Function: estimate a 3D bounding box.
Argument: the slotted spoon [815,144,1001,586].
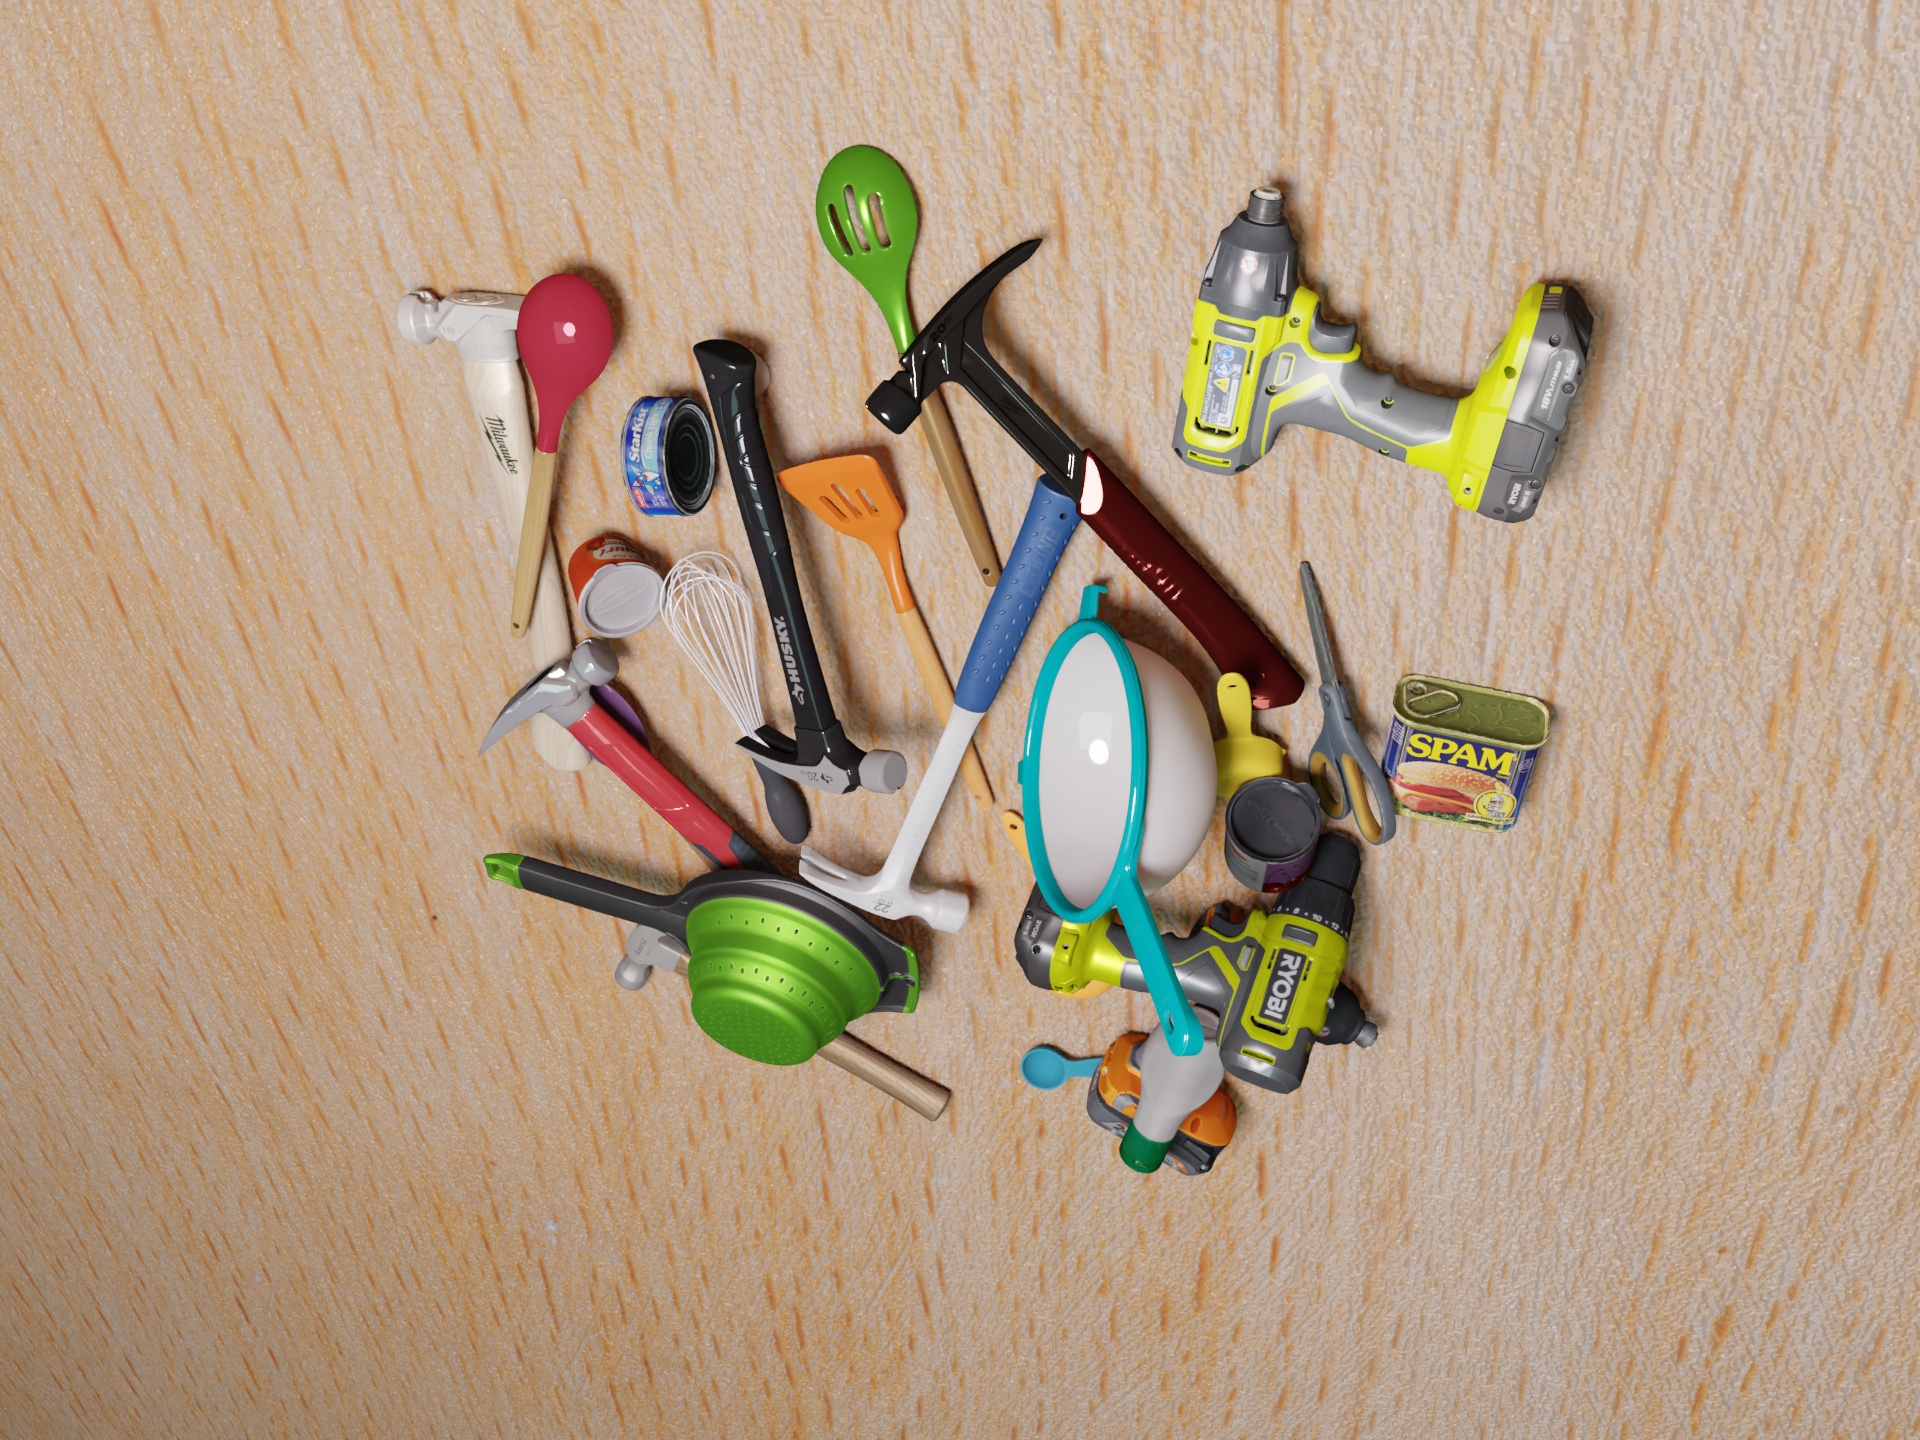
[{"bbox_3d":[-0.025,-0.226,1.069,0.070,0.031,0.313,-7,122,25],"label":"slotted spoon"}]

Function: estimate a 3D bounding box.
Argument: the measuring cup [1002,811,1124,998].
[{"bbox_3d":[0.072,0.152,1.278,0.095,0.052,0.173,-18,117,30],"label":"measuring cup"}]

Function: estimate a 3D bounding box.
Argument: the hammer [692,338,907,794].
[{"bbox_3d":[-0.134,-0.104,1.133,0.146,0.035,0.334,6,119,39],"label":"hammer"}]

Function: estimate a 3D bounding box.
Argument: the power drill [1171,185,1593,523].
[{"bbox_3d":[0.247,-0.213,0.943,0.223,0.080,0.171,16,128,14],"label":"power drill"}]

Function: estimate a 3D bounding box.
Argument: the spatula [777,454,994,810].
[{"bbox_3d":[-0.036,-0.058,1.181,0.081,0.041,0.322,-6,122,28],"label":"spatula"}]

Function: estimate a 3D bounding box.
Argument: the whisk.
[{"bbox_3d":[-0.171,-0.009,1.259,0.070,0.070,0.284,-1,128,21],"label":"whisk"}]

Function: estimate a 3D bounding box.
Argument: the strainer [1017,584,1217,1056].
[{"bbox_3d":[0.134,0.080,1.068,0.095,0.341,0.210,2,132,-19],"label":"strainer"}]

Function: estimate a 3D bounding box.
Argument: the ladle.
[{"bbox_3d":[-0.307,-0.180,1.167,0.069,0.031,0.315,23,130,1],"label":"ladle"}]

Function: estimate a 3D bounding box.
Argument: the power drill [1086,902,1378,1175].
[{"bbox_3d":[0.218,0.266,1.285,0.164,0.084,0.226,30,123,-1],"label":"power drill"}]

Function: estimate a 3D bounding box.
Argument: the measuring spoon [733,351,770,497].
[{"bbox_3d":[-0.156,-0.205,1.138,0.034,0.018,0.124,15,128,11],"label":"measuring spoon"}]

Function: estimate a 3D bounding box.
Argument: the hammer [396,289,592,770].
[{"bbox_3d":[-0.327,-0.131,1.246,0.146,0.038,0.410,8,126,14],"label":"hammer"}]

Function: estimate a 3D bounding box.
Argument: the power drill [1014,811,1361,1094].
[{"bbox_3d":[0.173,0.150,1.178,0.228,0.191,0.080,16,160,22],"label":"power drill"}]

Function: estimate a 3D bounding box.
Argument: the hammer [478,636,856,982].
[{"bbox_3d":[-0.220,0.103,1.334,0.143,0.038,0.386,-35,113,22],"label":"hammer"}]

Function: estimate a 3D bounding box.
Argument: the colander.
[{"bbox_3d":[-0.235,0.200,1.335,0.397,0.095,0.204,15,142,10],"label":"colander"}]

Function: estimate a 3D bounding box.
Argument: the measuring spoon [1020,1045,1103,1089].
[{"bbox_3d":[0.117,0.299,1.392,0.128,0.021,0.042,-5,110,14],"label":"measuring spoon"}]

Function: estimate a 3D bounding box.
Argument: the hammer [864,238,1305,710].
[{"bbox_3d":[0.112,-0.140,1.050,0.358,0.037,0.149,43,93,-20],"label":"hammer"}]

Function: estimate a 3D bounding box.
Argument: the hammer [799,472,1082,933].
[{"bbox_3d":[-0.002,-0.004,1.180,0.144,0.035,0.405,16,124,-12],"label":"hammer"}]

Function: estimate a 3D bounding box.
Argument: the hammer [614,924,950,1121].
[{"bbox_3d":[-0.158,0.275,1.467,0.331,0.031,0.130,30,129,-1],"label":"hammer"}]

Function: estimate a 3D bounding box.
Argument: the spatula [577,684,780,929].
[{"bbox_3d":[-0.240,0.079,1.353,0.060,0.018,0.315,-26,117,18],"label":"spatula"}]

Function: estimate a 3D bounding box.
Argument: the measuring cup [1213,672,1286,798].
[{"bbox_3d":[0.194,0.014,1.104,0.062,0.029,0.156,-4,153,12],"label":"measuring cup"}]
